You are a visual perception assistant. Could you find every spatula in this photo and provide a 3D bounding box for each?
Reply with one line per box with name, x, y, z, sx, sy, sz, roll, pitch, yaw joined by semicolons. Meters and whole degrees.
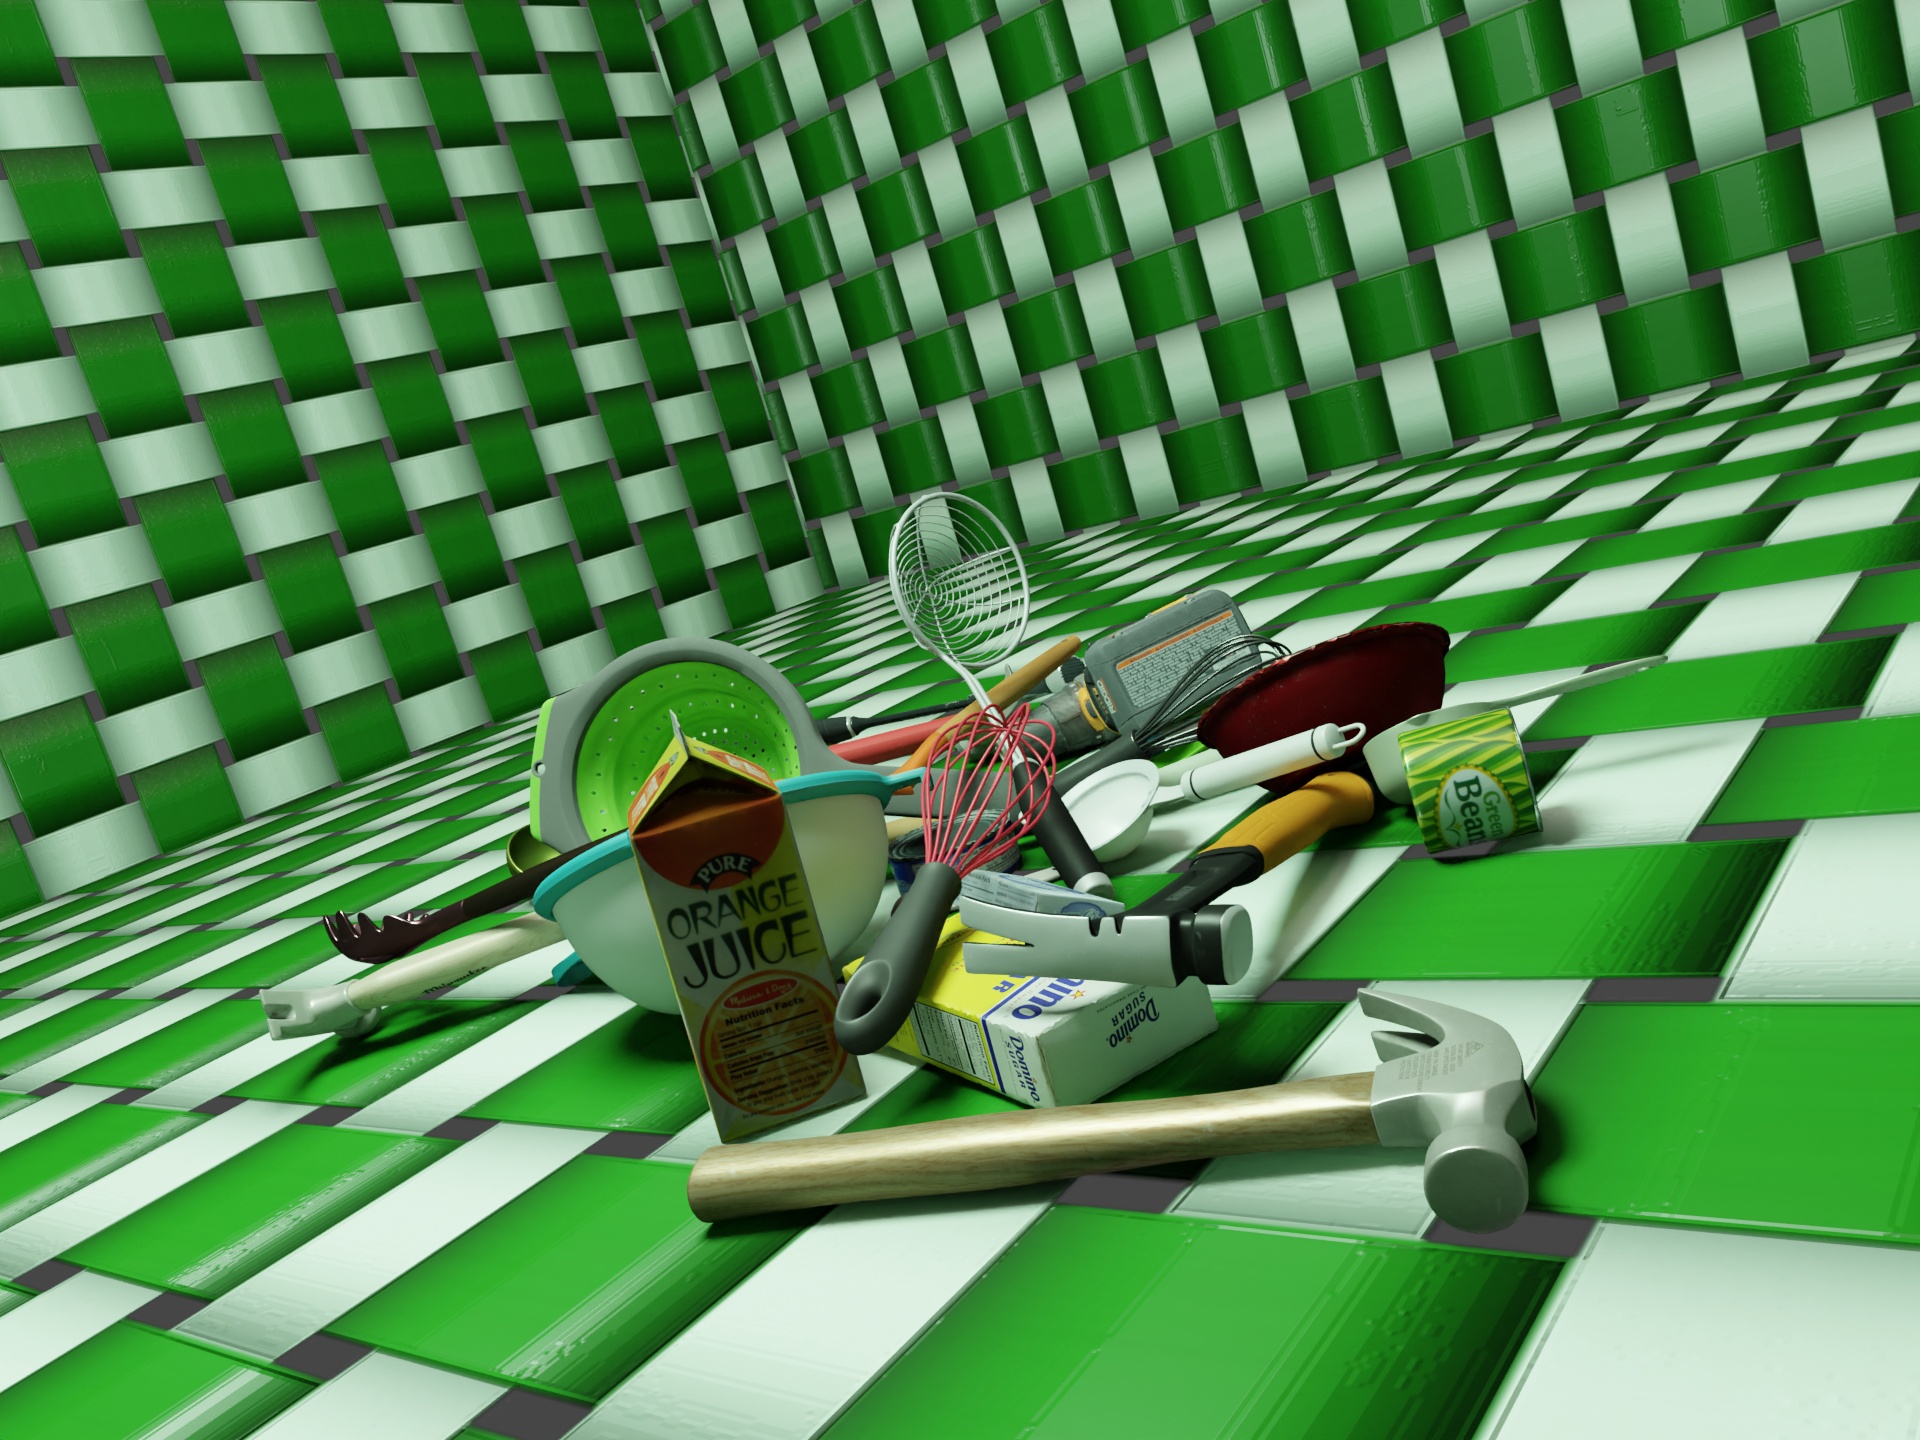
spatula;-0.002;-0.003;1.095;0.081;0.041;0.322;4;26;35

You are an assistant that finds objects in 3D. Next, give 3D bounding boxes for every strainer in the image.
strainer;-0.160;0.136;0.943;0.211;0.095;0.340;-10;-18;-40
strainer;0.134;0.043;0.937;0.258;0.050;0.087;-24;25;47

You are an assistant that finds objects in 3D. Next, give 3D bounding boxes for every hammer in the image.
hammer;0.131;0.068;0.783;0.127;0.034;0.337;-2;7;30
hammer;-0.249;0.128;1.056;0.410;0.038;0.146;-20;-9;-3
hammer;0.044;0.157;0.600;0.331;0.031;0.130;-13;11;23
hammer;-0.135;0.037;1.288;0.386;0.038;0.143;-15;-17;-17
hammer;-0.084;0.002;1.402;0.409;0.036;0.149;-12;-6;-35

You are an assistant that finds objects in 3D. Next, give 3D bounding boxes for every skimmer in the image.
skimmer;0.039;-0.024;1.022;0.090;0.127;0.364;-52;36;18

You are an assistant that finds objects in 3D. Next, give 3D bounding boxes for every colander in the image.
colander;-0.112;0.050;1.168;0.397;0.204;0.094;3;-5;10

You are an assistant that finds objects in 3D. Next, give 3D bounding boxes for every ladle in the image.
ladle;-0.255;0.111;1.287;0.320;0.062;0.078;-5;16;40

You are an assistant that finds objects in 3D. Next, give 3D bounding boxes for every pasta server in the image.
pasta server;-0.306;0.108;1.048;0.316;0.040;0.060;-23;-19;28

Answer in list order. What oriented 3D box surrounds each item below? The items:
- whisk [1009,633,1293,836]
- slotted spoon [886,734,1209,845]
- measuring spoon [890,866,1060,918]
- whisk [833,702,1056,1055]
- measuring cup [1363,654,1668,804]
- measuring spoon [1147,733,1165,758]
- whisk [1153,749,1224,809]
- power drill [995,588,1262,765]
whisk;0.115;0.017;1.028;0.239;0.055;0.055;-34;2;25
slotted spoon;0.043;0.059;1.156;0.314;0.031;0.070;-15;10;20
measuring spoon;0.015;0.102;0.986;0.124;0.018;0.034;-17;10;-2
whisk;-0.006;0.071;0.799;0.073;0.073;0.296;-13;23;23
measuring cup;0.308;0.007;0.875;0.167;0.038;0.083;-20;-18;20
measuring spoon;0.097;0.045;1.188;0.128;0.021;0.042;-25;0;8
whisk;0.205;0.017;1.062;0.246;0.057;0.059;-21;44;1
power drill;0.123;-0.021;1.233;0.185;0.084;0.226;-26;-3;-8
